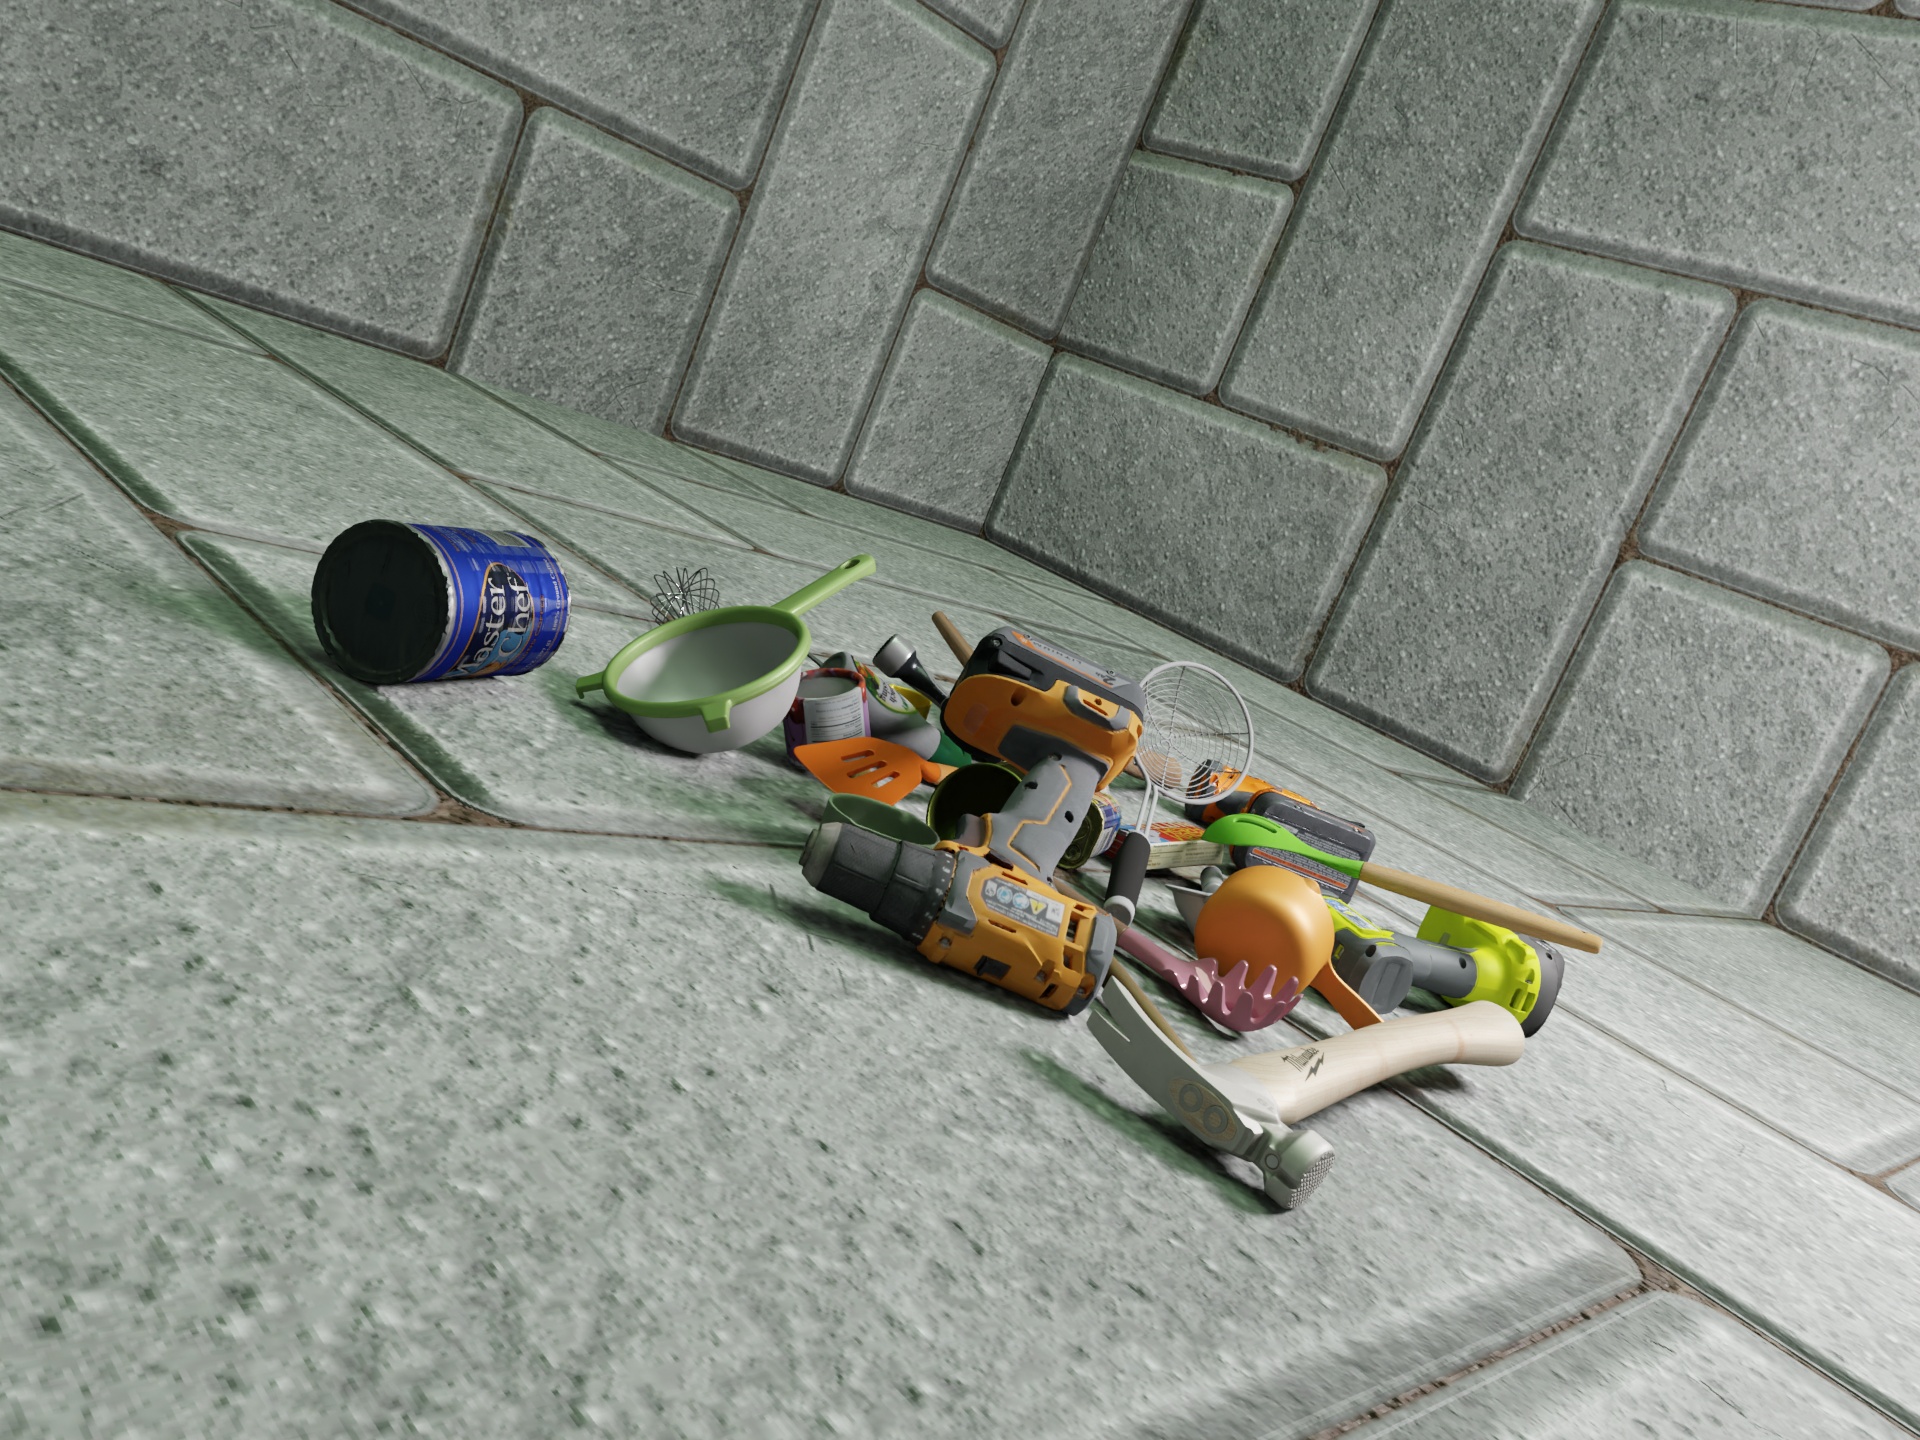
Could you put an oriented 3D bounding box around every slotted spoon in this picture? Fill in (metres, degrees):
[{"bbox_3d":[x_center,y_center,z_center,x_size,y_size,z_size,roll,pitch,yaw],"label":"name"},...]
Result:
[{"bbox_3d":[0.341,0.126,1.250,0.314,0.031,0.070,17,10,22],"label":"slotted spoon"}]

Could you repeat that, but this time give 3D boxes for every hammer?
[{"bbox_3d":[0.237,0.195,0.954,0.146,0.038,0.410,38,19,33],"label":"hammer"},{"bbox_3d":[-0.002,-0.004,1.254,0.149,0.036,0.409,42,1,-6],"label":"hammer"},{"bbox_3d":[0.169,0.037,1.553,0.031,0.130,0.331,-6,-8,19],"label":"hammer"}]

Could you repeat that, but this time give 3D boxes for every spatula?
[{"bbox_3d":[-0.018,0.050,1.223,0.081,0.041,0.322,38,8,23],"label":"spatula"},{"bbox_3d":[0.051,0.004,1.424,0.059,0.018,0.316,31,19,-51],"label":"spatula"}]

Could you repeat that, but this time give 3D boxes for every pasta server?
[{"bbox_3d":[0.094,0.128,1.082,0.060,0.040,0.316,-5,26,-45],"label":"pasta server"}]

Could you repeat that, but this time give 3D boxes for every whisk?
[{"bbox_3d":[-0.234,-0.076,1.392,0.070,0.070,0.285,18,16,-21],"label":"whisk"}]

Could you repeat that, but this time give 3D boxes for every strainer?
[{"bbox_3d":[0.199,0.139,1.238,0.087,0.050,0.258,15,4,7],"label":"strainer"},{"bbox_3d":[-0.144,-0.045,1.172,0.151,0.069,0.256,12,35,36],"label":"strainer"}]

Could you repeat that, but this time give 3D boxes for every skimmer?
[{"bbox_3d":[0.170,0.056,1.266,0.127,0.090,0.363,48,23,-7],"label":"skimmer"}]

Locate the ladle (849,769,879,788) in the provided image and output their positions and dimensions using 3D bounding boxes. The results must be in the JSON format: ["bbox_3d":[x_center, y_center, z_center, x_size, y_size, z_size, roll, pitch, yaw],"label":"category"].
[{"bbox_3d":[-0.086,0.030,1.238,0.069,0.031,0.316,20,13,-20],"label":"ladle"}]

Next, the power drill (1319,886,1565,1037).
[{"bbox_3d":[0.344,0.177,1.251,0.223,0.080,0.171,13,14,-27],"label":"power drill"}]

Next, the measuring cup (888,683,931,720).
[{"bbox_3d":[-0.103,-0.015,1.449,0.156,0.029,0.062,5,19,-22],"label":"measuring cup"}]

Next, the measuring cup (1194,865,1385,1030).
[{"bbox_3d":[0.230,0.176,1.058,0.174,0.095,0.052,46,31,13],"label":"measuring cup"}]

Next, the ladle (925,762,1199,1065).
[{"bbox_3d":[0.062,0.122,1.006,0.062,0.078,0.320,48,0,-34],"label":"ladle"}]

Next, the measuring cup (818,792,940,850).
[{"bbox_3d":[-0.018,0.099,1.006,0.168,0.038,0.083,28,12,19],"label":"measuring cup"}]

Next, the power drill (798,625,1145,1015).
[{"bbox_3d":[0.014,0.049,0.959,0.185,0.084,0.226,23,49,-7],"label":"power drill"}]

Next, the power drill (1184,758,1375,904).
[{"bbox_3d":[0.316,0.107,1.529,0.164,0.084,0.226,21,7,-7],"label":"power drill"}]

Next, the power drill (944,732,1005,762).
[{"bbox_3d":[0.063,0.000,1.561,0.143,0.078,0.220,22,14,-1],"label":"power drill"}]
